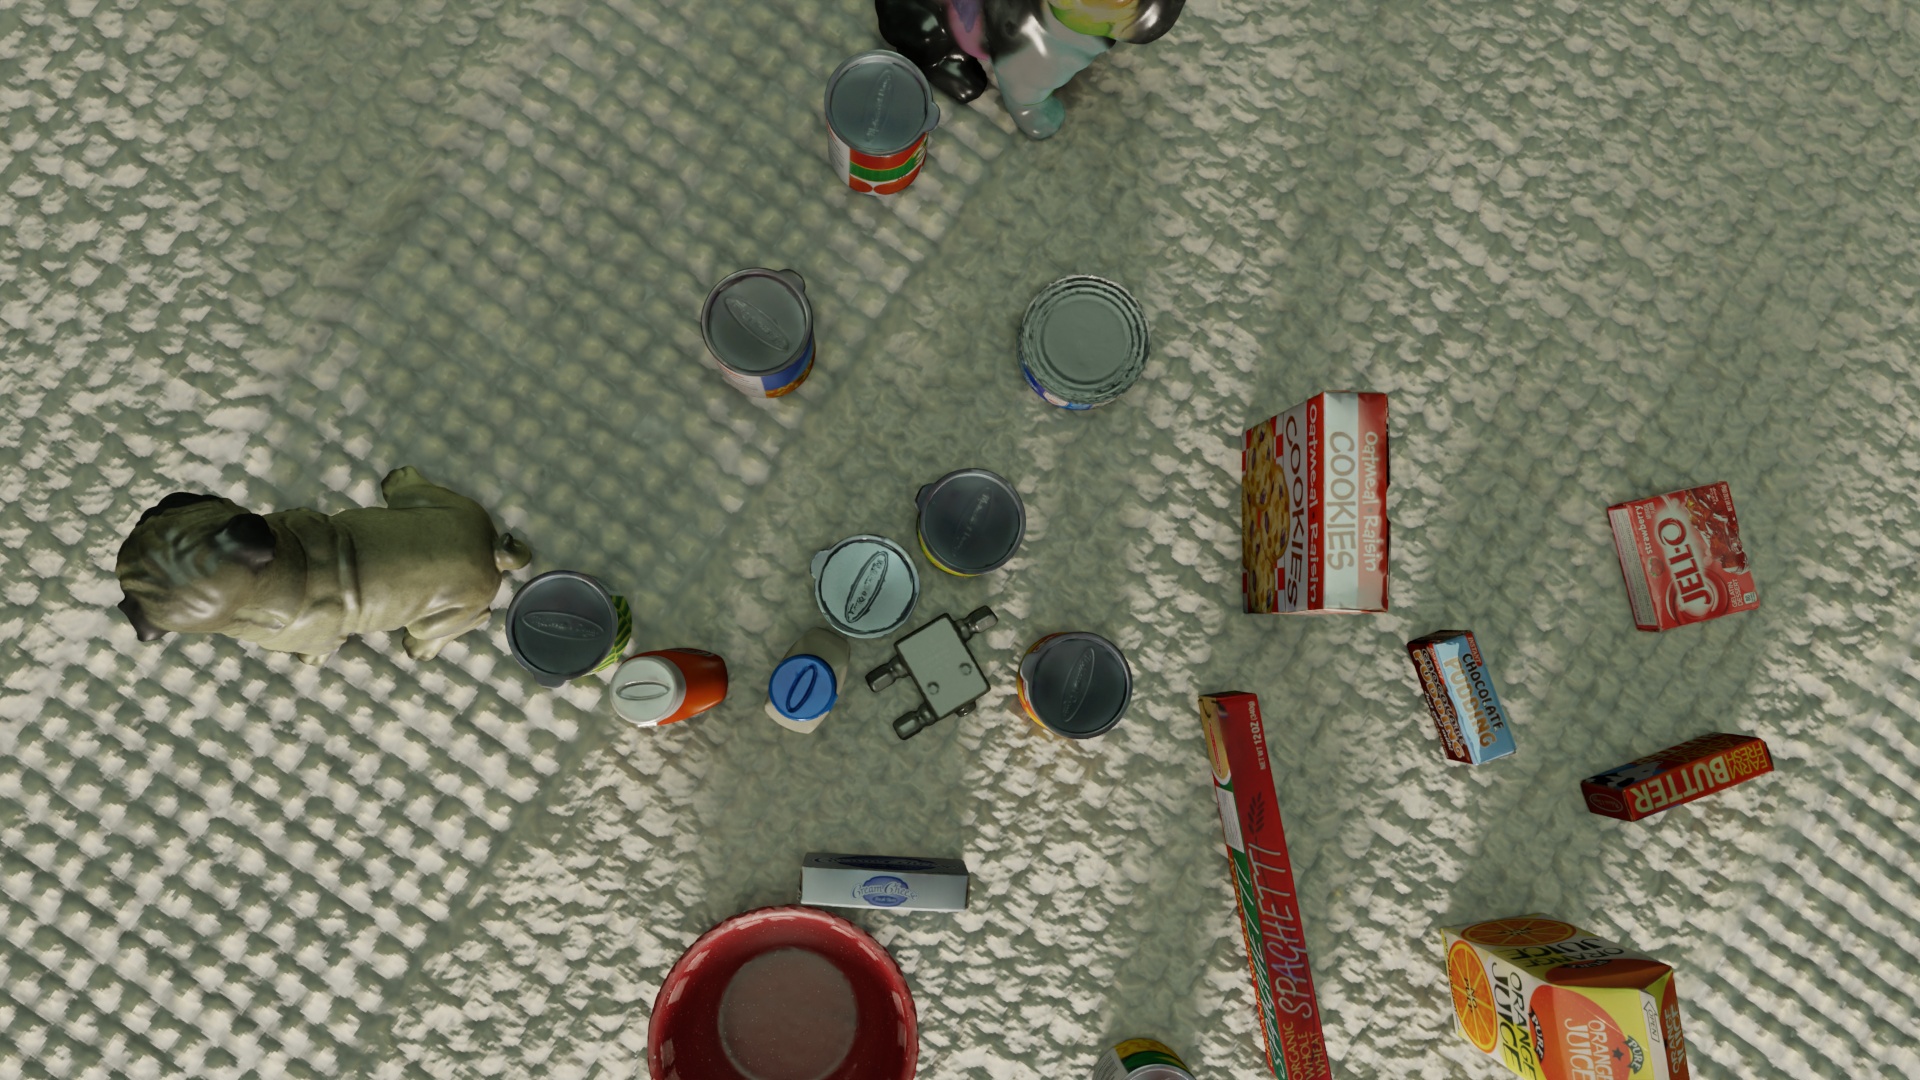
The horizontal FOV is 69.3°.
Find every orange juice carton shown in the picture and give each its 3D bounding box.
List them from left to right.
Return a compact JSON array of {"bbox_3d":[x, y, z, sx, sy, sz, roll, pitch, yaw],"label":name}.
[{"bbox_3d":[0.361,0.278,0.818,0.073,0.192,0.072,-7,87,-5],"label":"orange juice carton"}]

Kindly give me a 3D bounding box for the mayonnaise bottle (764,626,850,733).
[{"bbox_3d":[-0.091,0.084,0.821,0.041,0.148,0.065,27,85,-2],"label":"mayonnaise bottle"}]

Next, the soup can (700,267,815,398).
[{"bbox_3d":[-0.122,-0.129,0.867,0.071,0.083,0.071,0,86,-4],"label":"soup can"}]

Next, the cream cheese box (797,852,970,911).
[{"bbox_3d":[-0.048,0.212,0.862,0.104,0.053,0.024,4,86,-4],"label":"cream cheese box"}]

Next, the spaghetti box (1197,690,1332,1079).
[{"bbox_3d":[0.192,0.220,0.881,0.029,0.050,0.250,-10,87,-5],"label":"spaghetti box"}]

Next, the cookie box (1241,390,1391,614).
[{"bbox_3d":[0.212,-0.017,0.842,0.040,0.167,0.123,1,86,-4],"label":"cookie box"}]

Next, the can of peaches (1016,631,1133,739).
[{"bbox_3d":[0.069,0.089,0.878,0.071,0.058,0.071,0,86,-4],"label":"can of peaches"}]

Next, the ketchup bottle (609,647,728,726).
[{"bbox_3d":[-0.174,0.086,0.814,0.065,0.148,0.043,-4,87,-4],"label":"ketchup bottle"}]

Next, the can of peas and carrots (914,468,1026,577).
[{"bbox_3d":[0.003,-0.011,0.880,0.071,0.058,0.071,0,86,-4],"label":"can of peas and carrots"}]

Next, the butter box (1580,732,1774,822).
[{"bbox_3d":[0.466,0.153,0.905,0.103,0.053,0.024,-18,88,-5],"label":"butter box"}]

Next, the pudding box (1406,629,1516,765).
[{"bbox_3d":[0.324,0.101,0.900,0.030,0.049,0.083,-19,87,-5],"label":"pudding box"}]

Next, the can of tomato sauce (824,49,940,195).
[{"bbox_3d":[-0.050,-0.263,0.883,0.071,0.083,0.071,0,86,-4],"label":"can of tomato sauce"}]

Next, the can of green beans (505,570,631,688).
[{"bbox_3d":[-0.240,0.052,0.857,0.071,0.058,0.071,0,86,-4],"label":"can of green beans"}]

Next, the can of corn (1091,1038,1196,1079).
[{"bbox_3d":[0.119,0.351,0.862,0.071,0.058,0.071,0,86,-4],"label":"can of corn"}]

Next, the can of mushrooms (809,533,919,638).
[{"bbox_3d":[-0.062,0.028,0.885,0.071,0.033,0.071,0,86,-4],"label":"can of mushrooms"}]
